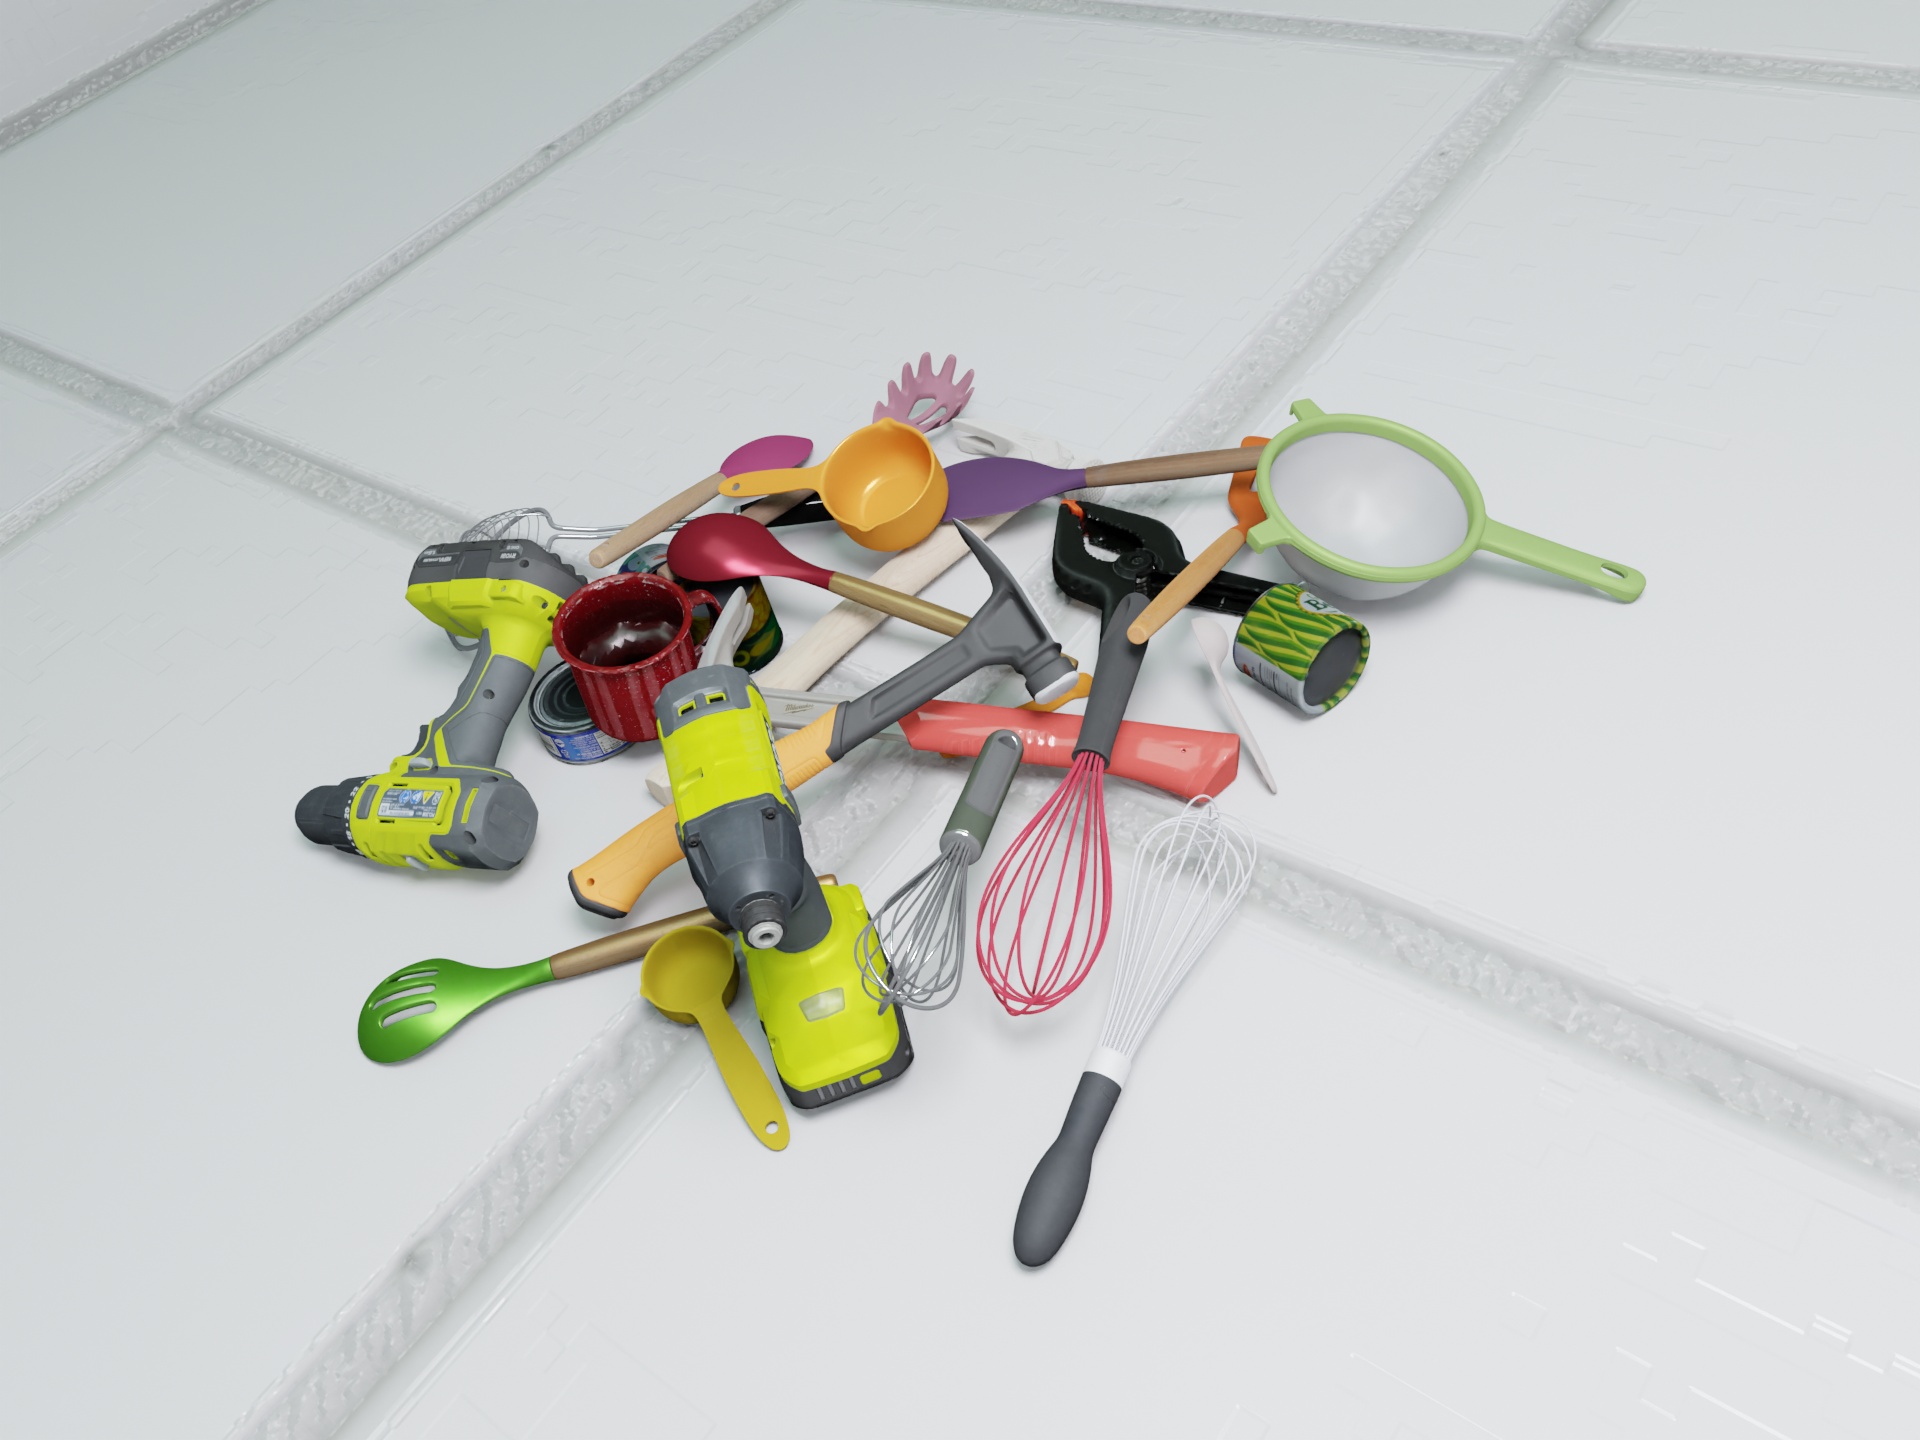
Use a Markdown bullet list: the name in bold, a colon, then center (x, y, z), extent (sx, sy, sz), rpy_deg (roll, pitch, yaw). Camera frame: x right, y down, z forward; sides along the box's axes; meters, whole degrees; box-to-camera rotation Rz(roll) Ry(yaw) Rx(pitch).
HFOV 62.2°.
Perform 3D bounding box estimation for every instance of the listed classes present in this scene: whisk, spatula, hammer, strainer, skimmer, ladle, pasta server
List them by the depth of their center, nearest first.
- **whisk**: center (0.090, 0.158, 0.854), extent (0.070, 0.070, 0.285), rpy_deg (12, 56, 26)
- **whisk**: center (-0.002, 0.074, 0.875), extent (0.058, 0.059, 0.246), rpy_deg (28, 35, -1)
- **whisk**: center (0.071, 0.039, 0.926), extent (0.073, 0.073, 0.296), rpy_deg (5, 54, 21)
- **hammer**: center (-0.099, 0.013, 0.984), extent (0.337, 0.034, 0.127), rpy_deg (-33, 74, 1)
- **hammer**: center (-0.002, -0.003, 1.020), extent (0.359, 0.036, 0.149), rpy_deg (6, 60, 14)
- **strainer**: center (0.313, -0.113, 1.047), extent (0.256, 0.069, 0.152), rpy_deg (20, 52, 6)
- **spatula**: center (0.177, -0.123, 1.065), extent (0.081, 0.041, 0.323), rpy_deg (21, 32, 19)
- **ladle**: center (-0.066, -0.086, 1.101), extent (0.315, 0.031, 0.069), rpy_deg (20, 55, 15)
- **spatula**: center (0.116, -0.179, 1.142), extent (0.316, 0.018, 0.060), rpy_deg (-4, 55, 16)
- **hammer**: center (-0.074, -0.084, 1.154), extent (0.146, 0.038, 0.411), rpy_deg (26, 59, 37)
- **pasta server**: center (-0.107, -0.193, 1.219), extent (0.060, 0.040, 0.316), rpy_deg (41, 59, 18)
- **skimmer**: center (-0.232, -0.130, 1.252), extent (0.363, 0.090, 0.127), rpy_deg (-8, 47, -5)

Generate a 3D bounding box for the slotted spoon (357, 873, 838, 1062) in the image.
- **slotted spoon**: center (-0.227, 0.144, 0.985), extent (0.313, 0.031, 0.070), rpy_deg (-16, 45, -1)

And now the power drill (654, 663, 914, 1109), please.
- **power drill**: center (-0.095, 0.101, 0.844), extent (0.080, 0.223, 0.171), rpy_deg (-20, 44, -2)

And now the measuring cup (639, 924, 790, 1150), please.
- **measuring cup**: center (-0.135, 0.187, 0.922), extent (0.062, 0.029, 0.157), rpy_deg (-29, 57, -11)

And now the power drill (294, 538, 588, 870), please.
- **power drill**: center (-0.359, -0.006, 1.104), extent (0.190, 0.080, 0.229), rpy_deg (0, 65, 28)

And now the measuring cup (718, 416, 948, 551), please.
- **measuring cup**: center (-0.091, -0.165, 1.168), extent (0.173, 0.052, 0.095), rpy_deg (-1, 65, 22)

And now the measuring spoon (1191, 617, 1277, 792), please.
- **measuring spoon**: center (0.175, -0.012, 0.989), extent (0.018, 0.034, 0.124), rpy_deg (-27, 68, 13)

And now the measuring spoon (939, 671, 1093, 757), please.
- **measuring spoon**: center (0.038, -0.005, 1.059), extent (0.117, 0.011, 0.021), rpy_deg (-26, 45, -9)

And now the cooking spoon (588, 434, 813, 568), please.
- **cooking spoon**: center (-0.195, -0.175, 1.213), extent (0.069, 0.017, 0.319), rpy_deg (6, 27, 18)
